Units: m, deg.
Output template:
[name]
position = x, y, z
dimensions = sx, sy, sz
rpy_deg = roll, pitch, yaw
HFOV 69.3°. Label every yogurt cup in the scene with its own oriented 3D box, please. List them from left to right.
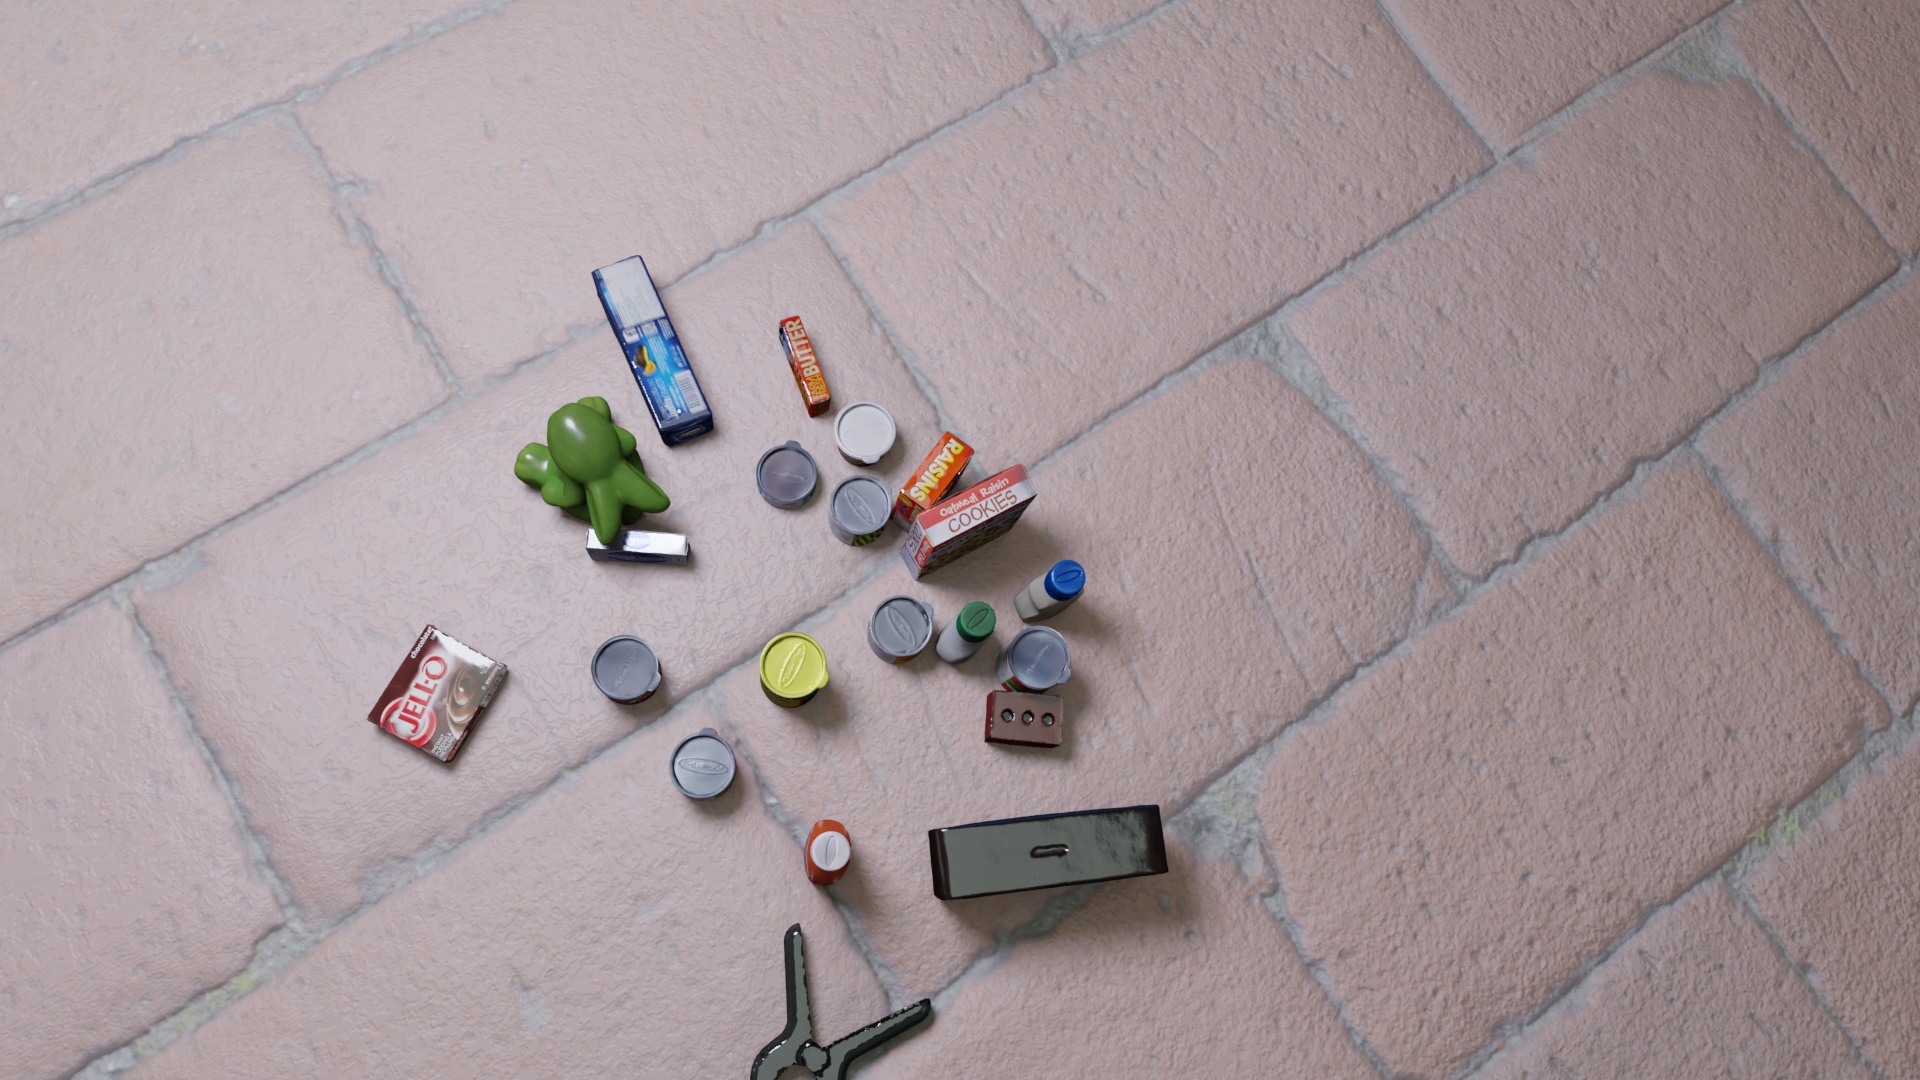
[yogurt cup]
position = -0.106, -0.114, 1.521
dimensions = 0.072, 0.053, 0.072
rpy_deg = 2, 76, -8

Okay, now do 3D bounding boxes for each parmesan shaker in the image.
[parmesan shaker]
position = -0.171, 0.136, 1.424
dimensions = 0.071, 0.103, 0.071
rpy_deg = 2, 76, -8

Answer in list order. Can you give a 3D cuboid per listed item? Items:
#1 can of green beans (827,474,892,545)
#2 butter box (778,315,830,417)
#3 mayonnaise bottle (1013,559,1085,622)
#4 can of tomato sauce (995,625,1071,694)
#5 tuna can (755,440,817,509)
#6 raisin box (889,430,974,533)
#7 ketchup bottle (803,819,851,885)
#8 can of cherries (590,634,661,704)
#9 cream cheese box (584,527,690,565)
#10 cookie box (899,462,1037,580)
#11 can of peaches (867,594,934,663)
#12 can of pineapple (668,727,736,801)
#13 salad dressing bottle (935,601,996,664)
[can of green beans]
position = -0.109, -0.032, 1.498
dimensions = 0.071, 0.057, 0.071
rpy_deg = 2, 76, -8
[butter box]
position = -0.172, -0.191, 1.531
dimensions = 0.024, 0.053, 0.103
rpy_deg = -20, 80, -12
[mayonnaise bottle]
position = 0.098, 0.052, 1.461
dimensions = 0.065, 0.147, 0.041
rpy_deg = -20, 80, -12
[can of tomato sauce]
position = 0.078, 0.131, 1.472
dimensions = 0.071, 0.083, 0.071
rpy_deg = 2, 76, -8
[tuna can]
position = -0.188, -0.071, 1.509
dimensions = 0.071, 0.032, 0.071
rpy_deg = 2, 76, -8
[raisin box]
position = -0.032, -0.058, 1.482
dimensions = 0.040, 0.123, 0.086
rpy_deg = 37, 74, 2
[ketchup bottle]
position = -0.130, 0.306, 1.364
dimensions = 0.043, 0.148, 0.065
rpy_deg = 7, 76, -7
[can of cherries]
position = -0.339, 0.135, 1.423
dimensions = 0.071, 0.058, 0.071
rpy_deg = 2, 76, -8
[cream cheese box]
position = -0.337, 0.007, 1.457
dimensions = 0.104, 0.053, 0.024
rpy_deg = 4, 76, -7
[cookie box]
position = 0.005, -0.018, 1.455
dimensions = 0.123, 0.167, 0.040
rpy_deg = -28, 82, -14
[can of peaches]
position = -0.063, 0.094, 1.474
dimensions = 0.071, 0.058, 0.071
rpy_deg = 2, 76, -8
[can of pineapple]
position = -0.260, 0.229, 1.411
dimensions = 0.071, 0.057, 0.071
rpy_deg = 2, 76, -8
[salad dressing bottle]
position = 0.008, 0.094, 1.438
dimensions = 0.064, 0.147, 0.044
rpy_deg = -42, 85, -15
